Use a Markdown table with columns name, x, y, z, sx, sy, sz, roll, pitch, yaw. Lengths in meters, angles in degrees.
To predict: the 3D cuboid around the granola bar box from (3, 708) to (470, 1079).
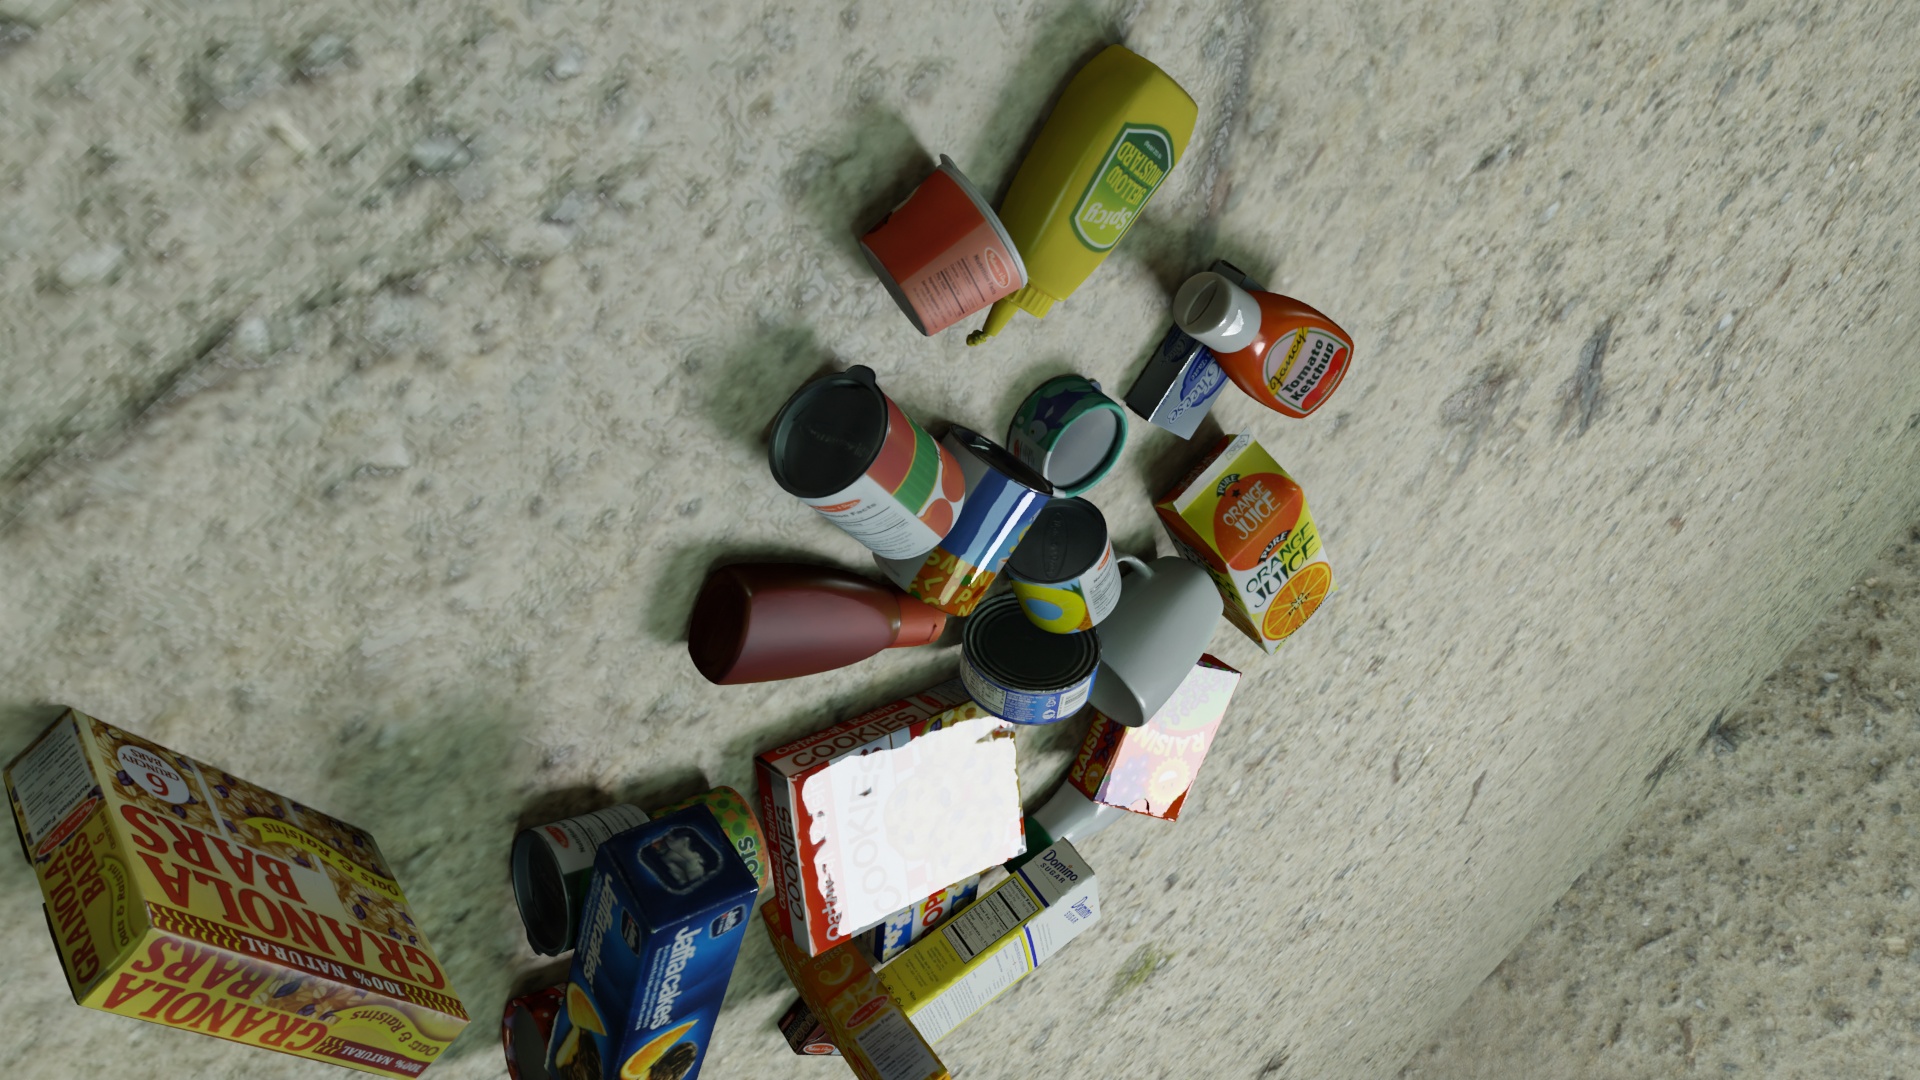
| name | x | y | z | sx | sy | sz | roll | pitch | yaw |
| --- | --- | --- | --- | --- | --- | --- | --- | --- | --- |
| granola bar box | -0.287 | 0.148 | 0.560 | 0.039 | 0.124 | 0.165 | -45 | 143 | -5 |

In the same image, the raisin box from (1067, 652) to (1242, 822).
| name | x | y | z | sx | sy | sz | roll | pitch | yaw |
| --- | --- | --- | --- | --- | --- | --- | --- | --- | --- |
| raisin box | 0.142 | 0.137 | 1.016 | 0.086 | 0.040 | 0.123 | 19 | 97 | -32 |

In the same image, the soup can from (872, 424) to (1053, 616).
| name | x | y | z | sx | sy | sz | roll | pitch | yaw |
| --- | --- | --- | --- | --- | --- | --- | --- | --- | --- |
| soup can | 0.003 | -0.009 | 0.757 | 0.071 | 0.071 | 0.083 | 17 | 111 | -51 |

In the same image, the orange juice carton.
| name | x | y | z | sx | sy | sz | roll | pitch | yaw |
| --- | --- | --- | --- | --- | --- | --- | --- | --- | --- |
| orange juice carton | 0.194 | -0.003 | 0.951 | 0.072 | 0.073 | 0.192 | -44 | 143 | -4 |

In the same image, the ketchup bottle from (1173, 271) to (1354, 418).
| name | x | y | z | sx | sy | sz | roll | pitch | yaw |
| --- | --- | --- | --- | --- | --- | --- | --- | --- | --- |
| ketchup bottle | 0.175 | -0.117 | 0.810 | 0.149 | 0.043 | 0.064 | 15 | 112 | -51 |

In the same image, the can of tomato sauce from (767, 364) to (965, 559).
| name | x | y | z | sx | sy | sz | roll | pitch | yaw |
| --- | --- | --- | --- | --- | --- | --- | --- | --- | --- |
| can of tomato sauce | -0.044 | -0.037 | 0.688 | 0.071 | 0.071 | 0.083 | -49 | 144 | 1 |

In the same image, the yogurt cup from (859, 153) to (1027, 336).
| name | x | y | z | sx | sy | sz | roll | pitch | yaw |
| --- | --- | --- | --- | --- | --- | --- | --- | --- | --- |
| yogurt cup | -0.010 | -0.131 | 0.639 | 0.054 | 0.072 | 0.072 | -36 | 143 | -2 |

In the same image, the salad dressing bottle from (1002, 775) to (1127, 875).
| name | x | y | z | sx | sy | sz | roll | pitch | yaw |
| --- | --- | --- | --- | --- | --- | --- | --- | --- | --- |
| salad dressing bottle | 0.092 | 0.203 | 1.063 | 0.148 | 0.044 | 0.064 | -35 | 138 | -14 |

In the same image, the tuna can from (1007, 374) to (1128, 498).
| name | x | y | z | sx | sy | sz | roll | pitch | yaw |
| --- | --- | --- | --- | --- | --- | --- | --- | --- | --- |
| tuna can | 0.064 | -0.061 | 0.802 | 0.071 | 0.033 | 0.070 | -26 | 139 | -26 |

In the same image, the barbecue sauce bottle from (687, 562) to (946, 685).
| name | x | y | z | sx | sy | sz | roll | pitch | yaw |
| --- | --- | --- | --- | --- | --- | --- | --- | --- | --- |
| barbecue sauce bottle | -0.071 | 0.043 | 0.751 | 0.149 | 0.044 | 0.064 | 0 | 123 | -46 |

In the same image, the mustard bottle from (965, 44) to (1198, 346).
| name | x | y | z | sx | sy | sz | roll | pitch | yaw |
| --- | --- | --- | --- | --- | --- | --- | --- | --- | --- |
| mustard bottle | 0.052 | -0.160 | 0.685 | 0.065 | 0.049 | 0.160 | 19 | 108 | -50 |

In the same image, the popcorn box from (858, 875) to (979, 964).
| name | x | y | z | sx | sy | sz | roll | pitch | yaw |
| --- | --- | --- | --- | --- | --- | --- | --- | --- | --- |
| popcorn box | -0.028 | 0.227 | 0.966 | 0.085 | 0.038 | 0.126 | -22 | 136 | -30 |

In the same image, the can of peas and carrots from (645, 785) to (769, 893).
| name | x | y | z | sx | sy | sz | roll | pitch | yaw |
| --- | --- | --- | --- | --- | --- | --- | --- | --- | --- |
| can of peas and carrots | -0.147 | 0.178 | 0.775 | 0.059 | 0.071 | 0.070 | -16 | 133 | -36 |

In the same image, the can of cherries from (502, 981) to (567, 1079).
| name | x | y | z | sx | sy | sz | roll | pitch | yaw |
| --- | --- | --- | --- | --- | --- | --- | --- | --- | --- |
| can of cherries | -0.225 | 0.286 | 0.803 | 0.058 | 0.072 | 0.071 | -7 | 128 | -41 |

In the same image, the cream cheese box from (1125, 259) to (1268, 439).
| name | x | y | z | sx | sy | sz | roll | pitch | yaw |
| --- | --- | --- | --- | --- | --- | --- | --- | --- | --- |
| cream cheese box | 0.148 | -0.115 | 0.844 | 0.053 | 0.024 | 0.103 | 16 | 111 | -52 |

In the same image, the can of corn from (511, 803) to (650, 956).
| name | x | y | z | sx | sy | sz | roll | pitch | yaw |
| --- | --- | --- | --- | --- | --- | --- | --- | --- | --- |
| can of corn | -0.195 | 0.179 | 0.730 | 0.058 | 0.071 | 0.070 | -9 | 129 | -41 |

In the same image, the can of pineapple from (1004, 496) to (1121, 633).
| name | x | y | z | sx | sy | sz | roll | pitch | yaw |
| --- | --- | --- | --- | --- | --- | --- | --- | --- | --- |
| can of pineapple | 0.059 | 0.014 | 0.840 | 0.071 | 0.071 | 0.057 | -38 | 143 | -13 |

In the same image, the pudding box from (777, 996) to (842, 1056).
| name | x | y | z | sx | sy | sz | roll | pitch | yaw |
| --- | --- | --- | --- | --- | --- | --- | --- | --- | --- |
| pudding box | -0.089 | 0.353 | 1.027 | 0.049 | 0.030 | 0.083 | -51 | 143 | 6 |

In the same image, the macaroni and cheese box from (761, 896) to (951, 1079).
| name | x | y | z | sx | sy | sz | roll | pitch | yaw |
| --- | --- | --- | --- | --- | --- | --- | --- | --- | --- |
| macaroni and cheese box | -0.063 | 0.317 | 0.905 | 0.040 | 0.167 | 0.123 | -32 | 140 | -19 |

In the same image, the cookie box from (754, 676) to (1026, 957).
| name | x | y | z | sx | sy | sz | roll | pitch | yaw |
| --- | --- | --- | --- | --- | --- | --- | --- | --- | --- |
| cookie box | -0.040 | 0.166 | 0.865 | 0.168 | 0.040 | 0.122 | -18 | 112 | -34 |
